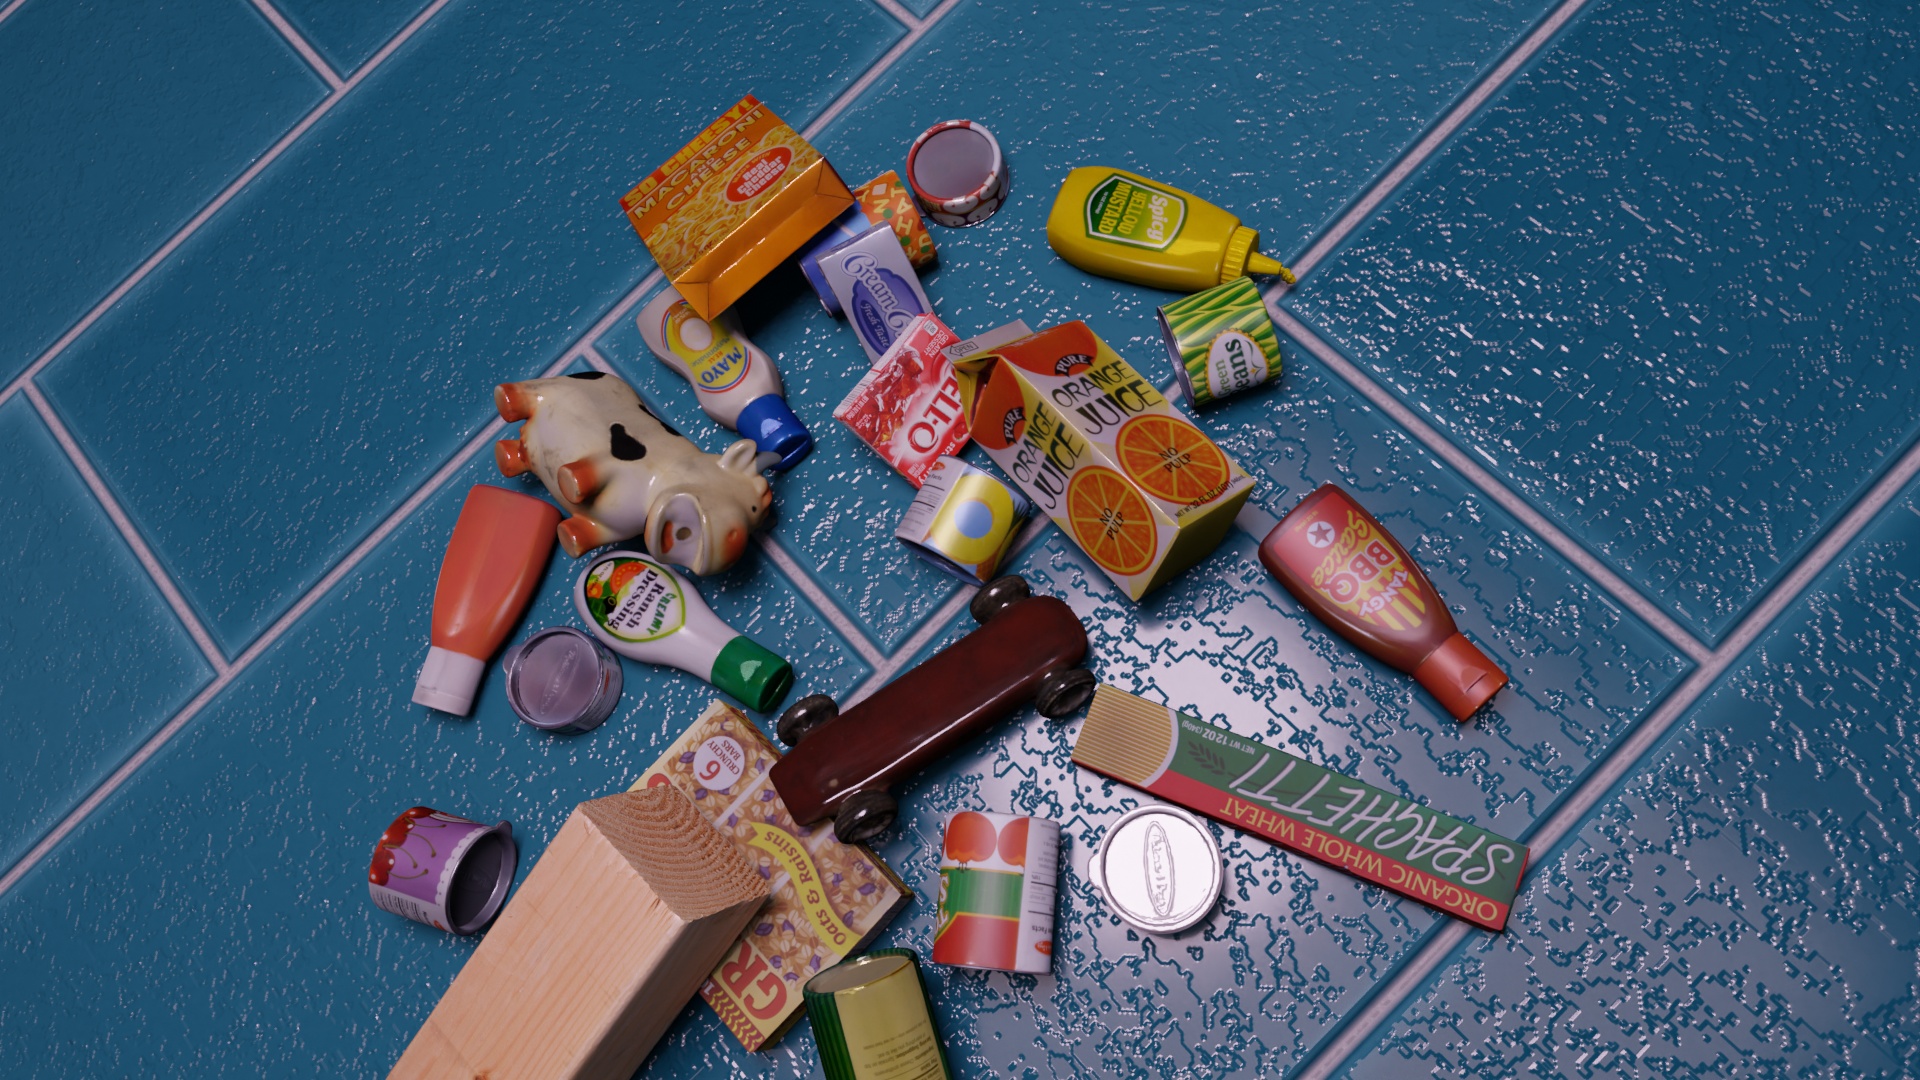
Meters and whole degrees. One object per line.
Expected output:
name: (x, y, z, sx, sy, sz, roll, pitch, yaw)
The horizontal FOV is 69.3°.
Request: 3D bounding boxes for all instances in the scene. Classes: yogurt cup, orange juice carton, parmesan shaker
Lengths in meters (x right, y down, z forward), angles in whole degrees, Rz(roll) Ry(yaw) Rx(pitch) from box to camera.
yogurt cup: (0.111, 0.182, 0.766, 0.072, 0.054, 0.072, -4, 72, 11)
orange juice carton: (0.074, -0.063, 0.829, 0.072, 0.072, 0.193, -28, 65, -35)
parmesan shaker: (-0.038, 0.279, 0.747, 0.071, 0.071, 0.103, -16, 88, 7)

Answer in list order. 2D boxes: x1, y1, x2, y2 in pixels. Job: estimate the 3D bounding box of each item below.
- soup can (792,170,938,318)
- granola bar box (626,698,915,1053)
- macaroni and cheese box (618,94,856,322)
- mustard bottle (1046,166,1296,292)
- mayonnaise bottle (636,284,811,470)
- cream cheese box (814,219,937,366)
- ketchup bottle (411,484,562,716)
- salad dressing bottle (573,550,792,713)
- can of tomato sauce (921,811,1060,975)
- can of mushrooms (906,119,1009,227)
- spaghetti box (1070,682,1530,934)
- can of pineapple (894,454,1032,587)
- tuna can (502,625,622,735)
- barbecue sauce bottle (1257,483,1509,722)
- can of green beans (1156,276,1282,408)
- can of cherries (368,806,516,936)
soup can: (-0.065, -0.195, 0.919, 0.084, 0.071, 0.071, -28, 69, 2)
granola bar box: (-0.128, 0.196, 0.823, 0.124, 0.039, 0.166, -46, 69, -4)
macaroni and cheese box: (-0.153, -0.224, 0.922, 0.124, 0.040, 0.167, -39, 38, 0)
mustard bottle: (0.137, -0.191, 0.883, 0.160, 0.048, 0.065, 19, 79, 18)
mayonnaise bottle: (-0.154, -0.110, 0.925, 0.065, 0.041, 0.148, -38, 68, -3)
cream cheese box: (-0.046, -0.147, 0.891, 0.053, 0.024, 0.103, -28, 111, 1)
ketchup bottle: (-0.316, 0.040, 0.912, 0.065, 0.043, 0.149, 13, 76, 16)
salad dressing bottle: (-0.174, 0.058, 0.874, 0.148, 0.044, 0.064, 28, 73, 19)
can of tomato sauce: (0.018, 0.197, 0.775, 0.071, 0.071, 0.083, 2, 72, 13)
can of mushrooms: (-0.004, -0.248, 0.941, 0.071, 0.033, 0.071, -3, 73, 11)
spaghetti box: (0.185, 0.147, 0.775, 0.250, 0.028, 0.050, 20, 79, 18)
can of pineapple: (0.003, -0.011, 0.846, 0.071, 0.071, 0.058, 27, 81, 19)
tuna can: (-0.255, 0.089, 0.888, 0.071, 0.032, 0.071, -4, 72, 11)
barbecue sauce bottle: (0.242, 0.038, 0.789, 0.065, 0.043, 0.149, -41, 69, -3)
can of green beans: (0.158, -0.121, 0.847, 0.058, 0.071, 0.071, -19, 70, 6)
can of cherries: (-0.315, 0.199, 0.850, 0.058, 0.071, 0.071, 11, 76, 17)
